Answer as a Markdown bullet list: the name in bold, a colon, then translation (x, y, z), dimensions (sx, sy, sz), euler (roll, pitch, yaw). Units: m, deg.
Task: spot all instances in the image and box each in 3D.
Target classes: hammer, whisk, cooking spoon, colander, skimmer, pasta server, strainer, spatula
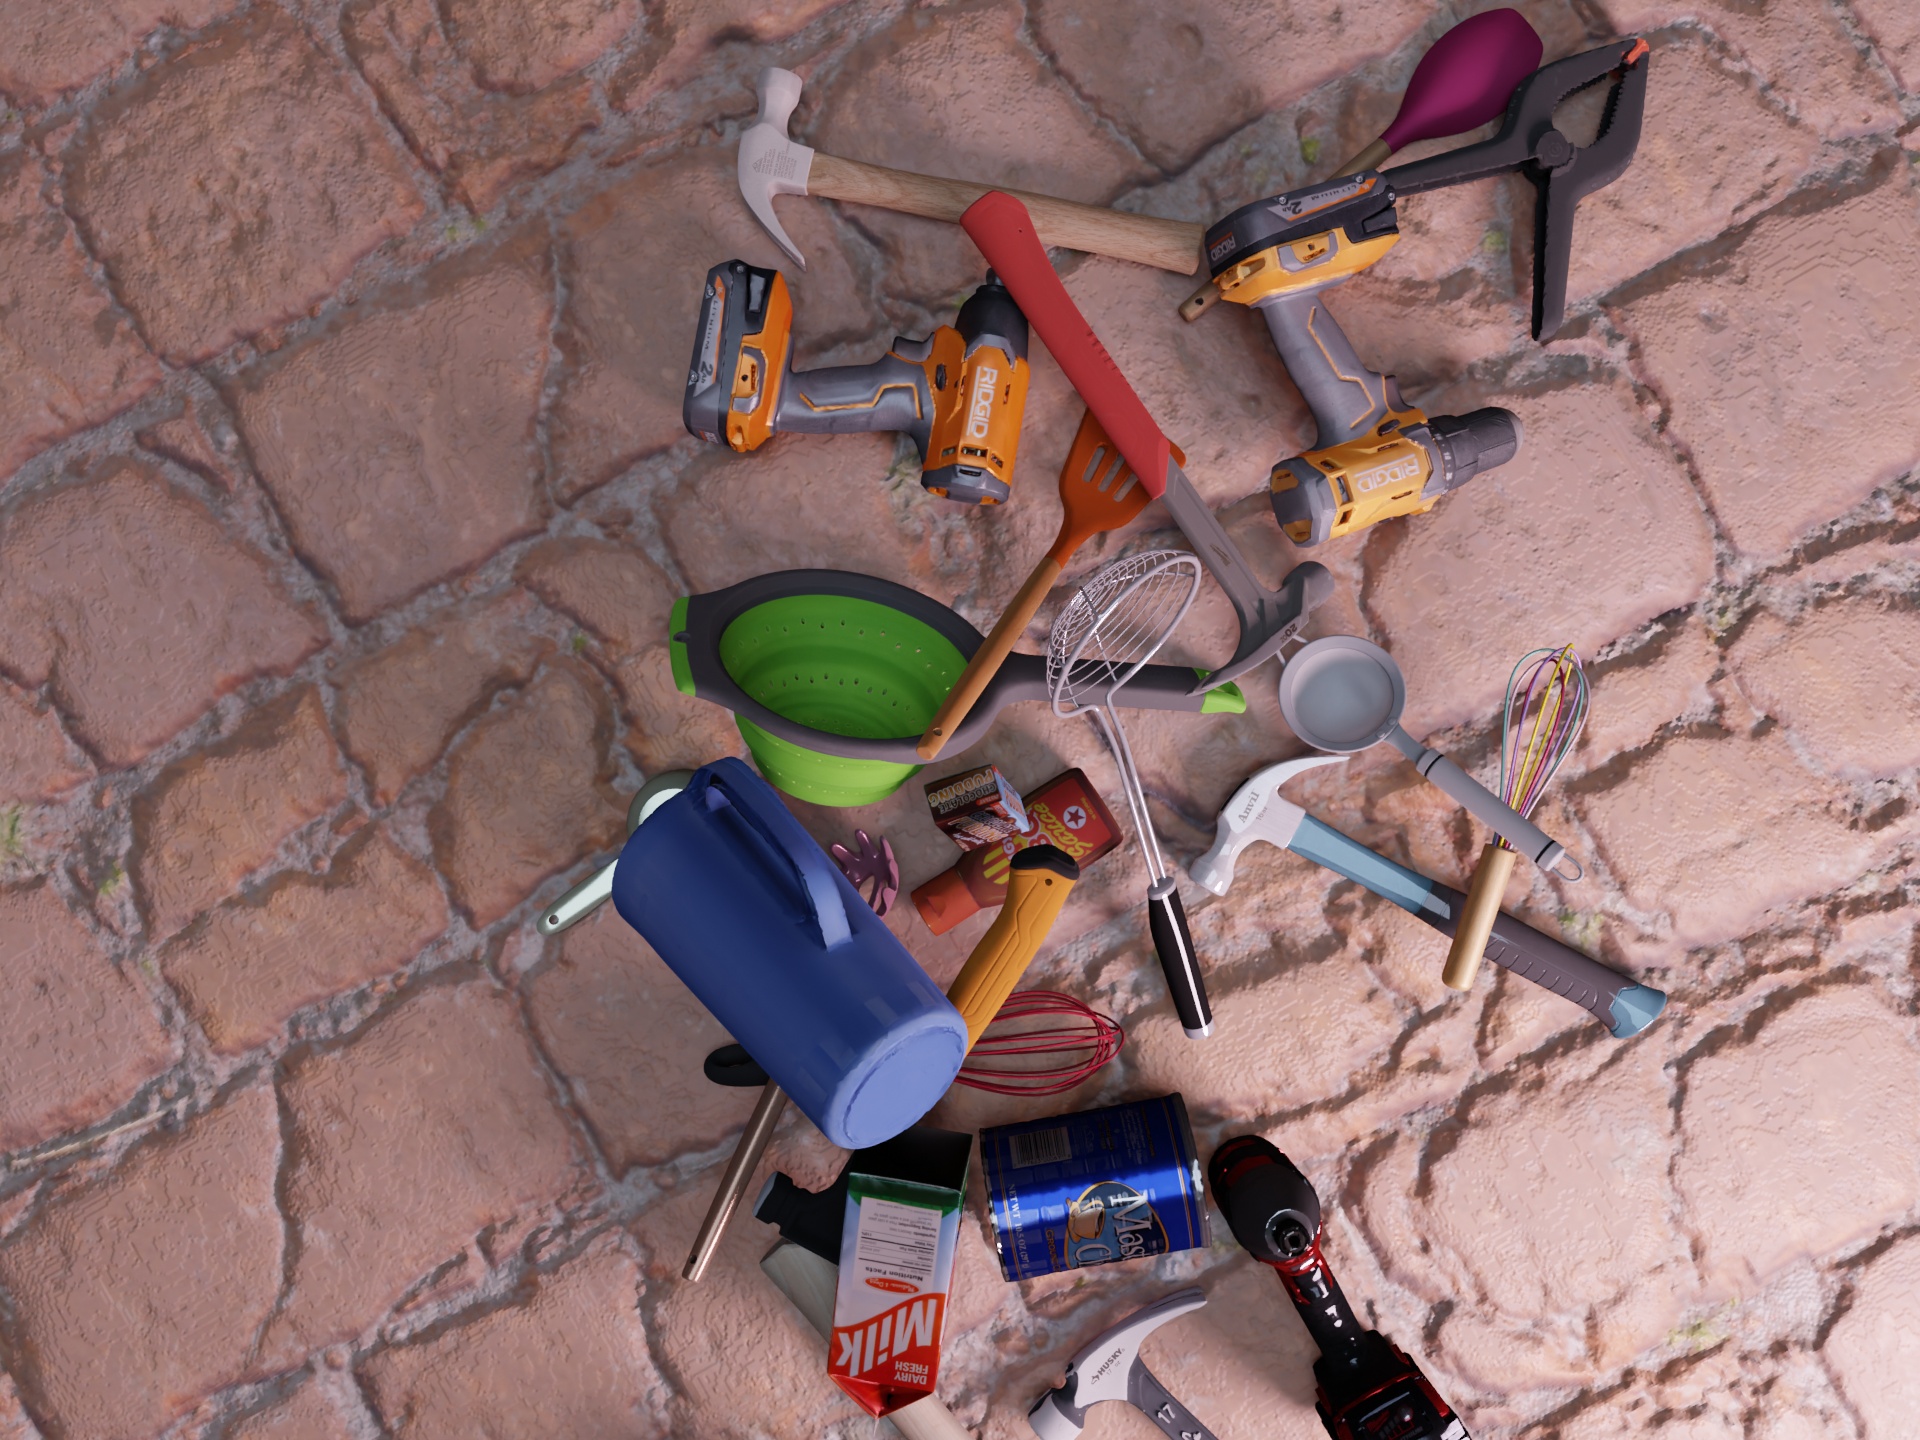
- **hammer**: translation (0.006, -0.360, 1.116), dimensions (0.331, 0.031, 0.130), euler (12, 90, 1)
- **hammer**: translation (-0.001, 0.529, 1.111), dimensions (0.146, 0.038, 0.410), euler (-42, 89, 2)
- **whisk**: translation (-0.034, 0.231, 1.104), dimensions (0.296, 0.073, 0.073), euler (-5, 90, 6)
- **hammer**: translation (0.244, 0.570, 1.107), dimensions (0.409, 0.036, 0.149), euler (43, 90, 1)
- **cooking spoon**: translation (0.278, -0.386, 1.116), dimensions (0.319, 0.017, 0.069), euler (-40, 91, 1)
- **hammer**: translation (0.333, 0.131, 1.107), dimensions (0.331, 0.033, 0.128), euler (28, 91, 1)
- **colander**: translation (-0.002, -0.003, 1.083), dimensions (0.397, 0.205, 0.094), euler (4, 126, -14)
- **whisk**: translation (0.368, 0.064, 1.067), dimensions (0.051, 0.047, 0.245), euler (17, 95, 0)
- **hammer**: translation (0.108, -0.193, 1.066), dimensions (0.149, 0.036, 0.359), euler (-37, 93, -33)
- **skimmer**: translation (0.136, 0.063, 1.023), dimensions (0.127, 0.090, 0.363), euler (-33, 117, -33)
- **pasta server**: translation (-0.117, 0.224, 1.076), dimensions (0.060, 0.040, 0.316), euler (14, 71, 35)
- **strainer**: translation (0.308, 0.025, 1.069), dimensions (0.087, 0.050, 0.259), euler (-44, 63, -7)
- **hammer**: translation (-0.010, 0.228, 1.048), dimensions (0.127, 0.034, 0.336), euler (29, 107, -3)
- **spatula**: translation (0.052, -0.093, 1.048), dimensions (0.081, 0.041, 0.323), euler (33, 54, 1)

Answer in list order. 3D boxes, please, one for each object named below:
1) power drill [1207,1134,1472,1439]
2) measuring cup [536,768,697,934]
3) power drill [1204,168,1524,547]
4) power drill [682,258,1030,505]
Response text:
- **power drill**: translation (0.242, 0.389, 1.054), dimensions (0.078, 0.143, 0.219), euler (-29, 92, -2)
- **measuring cup**: translation (-0.232, 0.099, 1.115), dimensions (0.167, 0.038, 0.083), euler (-37, 89, -1)
- **power drill**: translation (0.277, -0.248, 1.076), dimensions (0.185, 0.084, 0.226), euler (-19, 95, -15)
- **power drill**: translation (-0.064, -0.248, 1.095), dimensions (0.226, 0.084, 0.164), euler (11, 88, -3)
